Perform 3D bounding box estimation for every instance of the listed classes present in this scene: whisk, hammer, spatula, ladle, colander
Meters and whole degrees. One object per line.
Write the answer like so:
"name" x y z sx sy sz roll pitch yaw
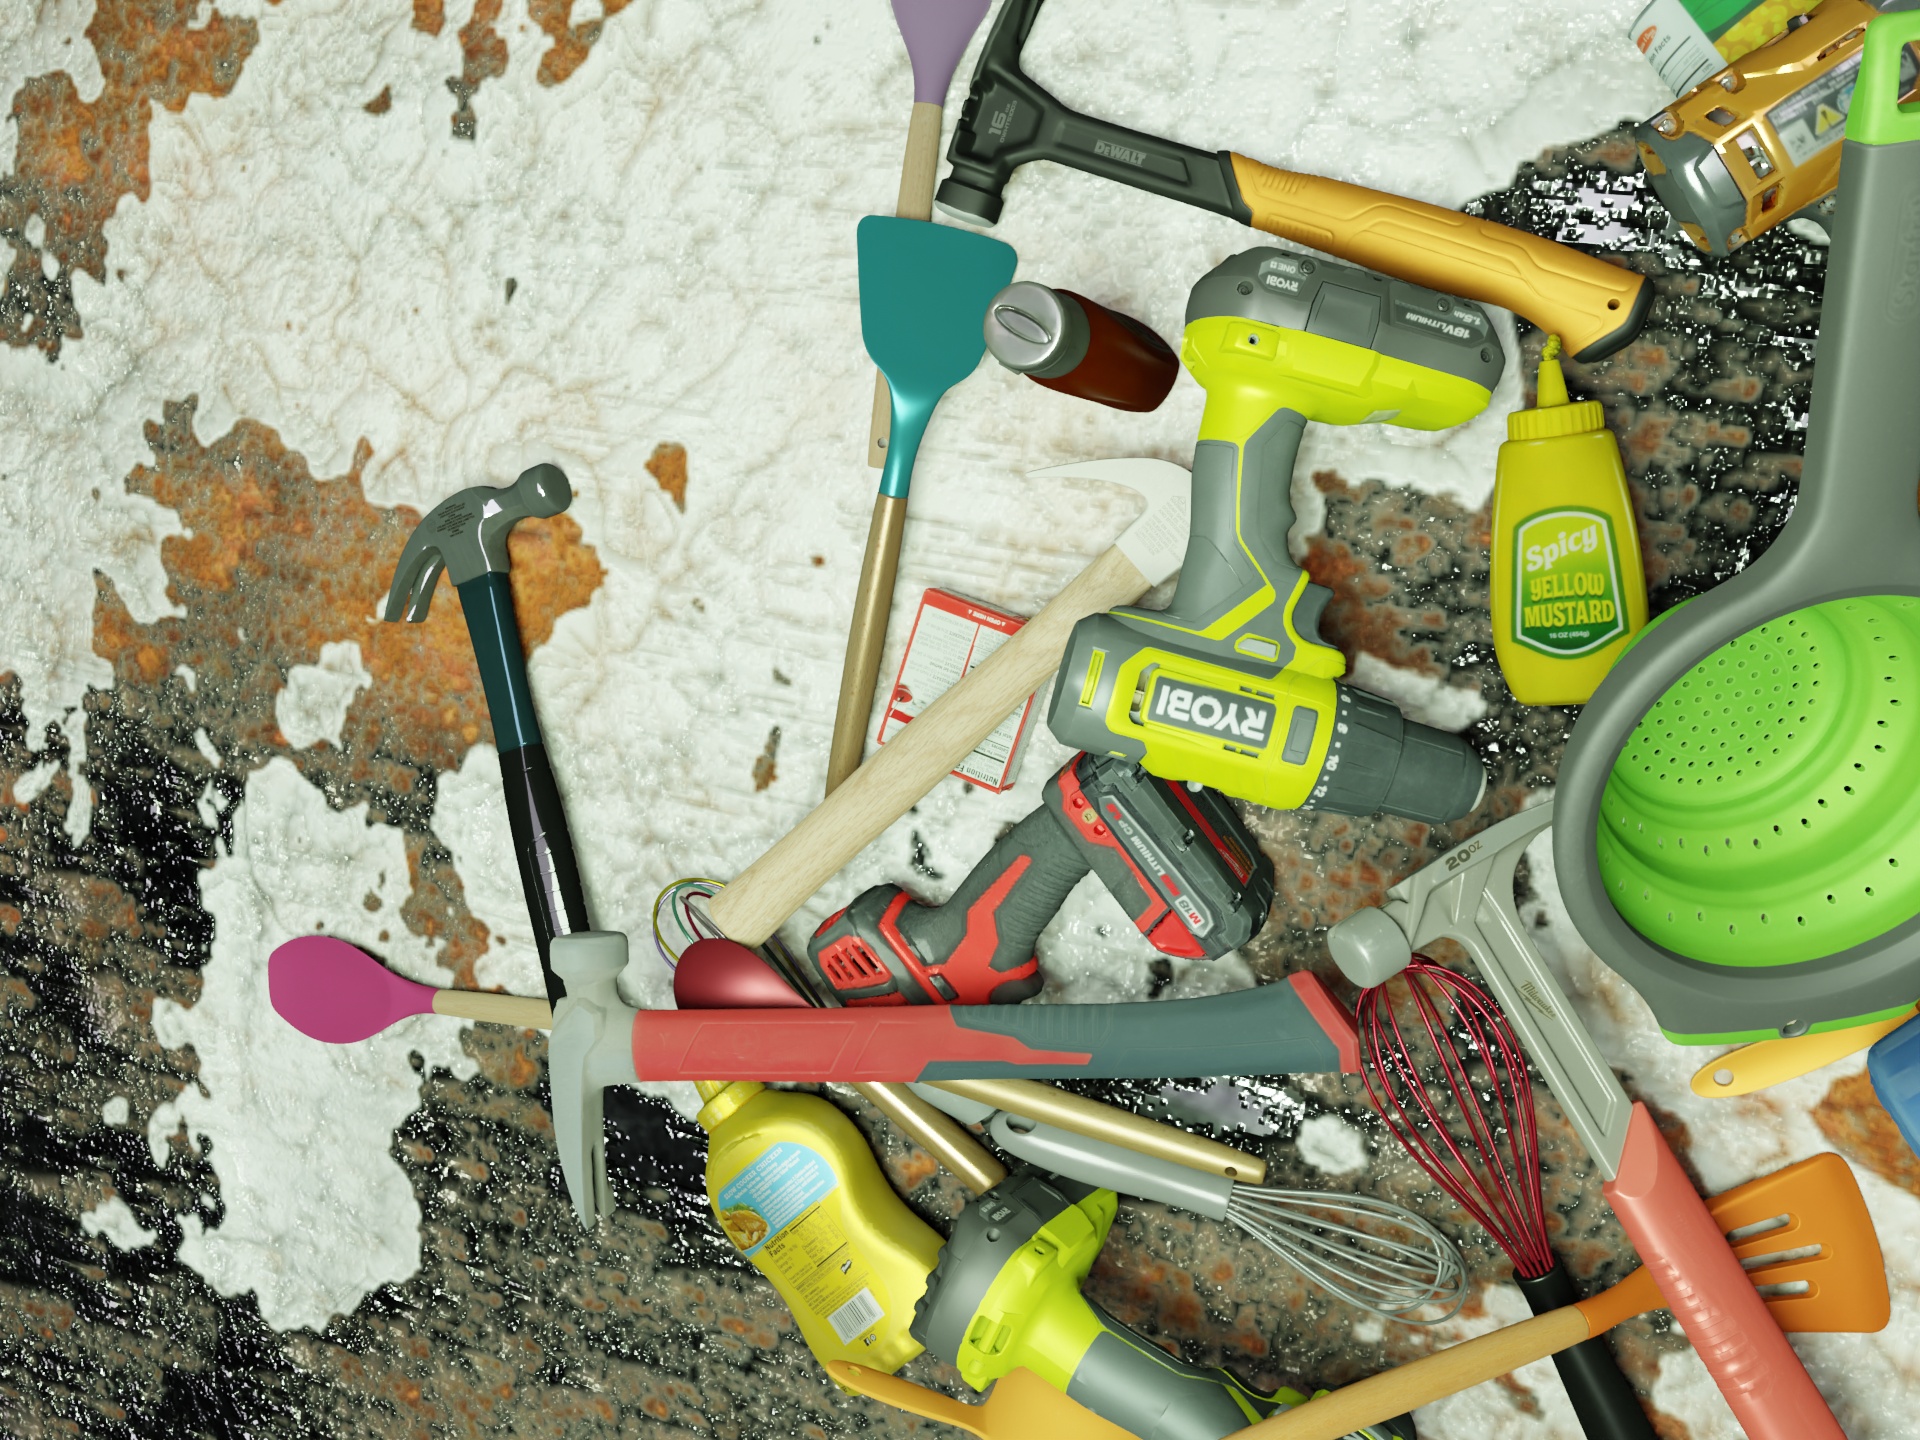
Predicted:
"whisk" -0.070 0.168 0.863 0.245 0.047 0.051 40 119 9
"hammer" 0.306 0.208 0.670 0.149 0.036 0.359 -27 80 -14
"whisk" 0.127 0.235 0.772 0.239 0.055 0.055 16 101 11
"spatula" 0.249 0.266 0.679 0.322 0.041 0.081 -13 86 -16
"hammer" -0.248 0.029 0.910 0.128 0.033 0.331 -16 86 22
"spatula" -0.022 -0.287 0.809 0.060 0.018 0.316 7 99 -1
"hammer" -0.001 -0.003 0.785 0.331 0.031 0.130 -41 90 13
"ladle" -0.006 0.173 0.777 0.315 0.031 0.069 14 115 16
"colander" 0.316 -0.060 0.605 0.204 0.095 0.396 -8 119 2
"hammer" -0.011 0.166 0.744 0.386 0.038 0.143 -3 90 14
"spatula" -0.039 -0.094 0.826 0.082 0.044 0.317 9 108 -11
"whisk" 0.257 0.235 0.732 0.073 0.073 0.296 -26 92 21
"hammer" 0.154 -0.248 0.739 0.337 0.034 0.127 25 104 17

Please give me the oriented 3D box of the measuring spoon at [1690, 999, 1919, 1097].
"measuring spoon" 0.380 0.141 0.703 0.117 0.011 0.021 -30 90 24

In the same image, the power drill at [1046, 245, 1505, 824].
"power drill" 0.157 -0.072 0.700 0.190 0.080 0.228 15 89 -1

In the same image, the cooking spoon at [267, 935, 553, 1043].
"cooking spoon" -0.292 0.172 0.958 0.319 0.017 0.069 2 97 21

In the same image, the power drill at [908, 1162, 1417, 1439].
"power drill" 0.103 0.306 0.750 0.223 0.171 0.080 30 106 25

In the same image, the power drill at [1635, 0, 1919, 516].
"power drill" 0.394 -0.186 0.598 0.185 0.084 0.226 -33 100 21

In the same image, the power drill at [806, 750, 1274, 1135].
"power drill" 0.040 0.110 0.793 0.219 0.078 0.143 -37 89 24

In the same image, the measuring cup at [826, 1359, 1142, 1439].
"measuring cup" 0.022 0.331 0.796 0.173 0.095 0.052 21 101 -8
